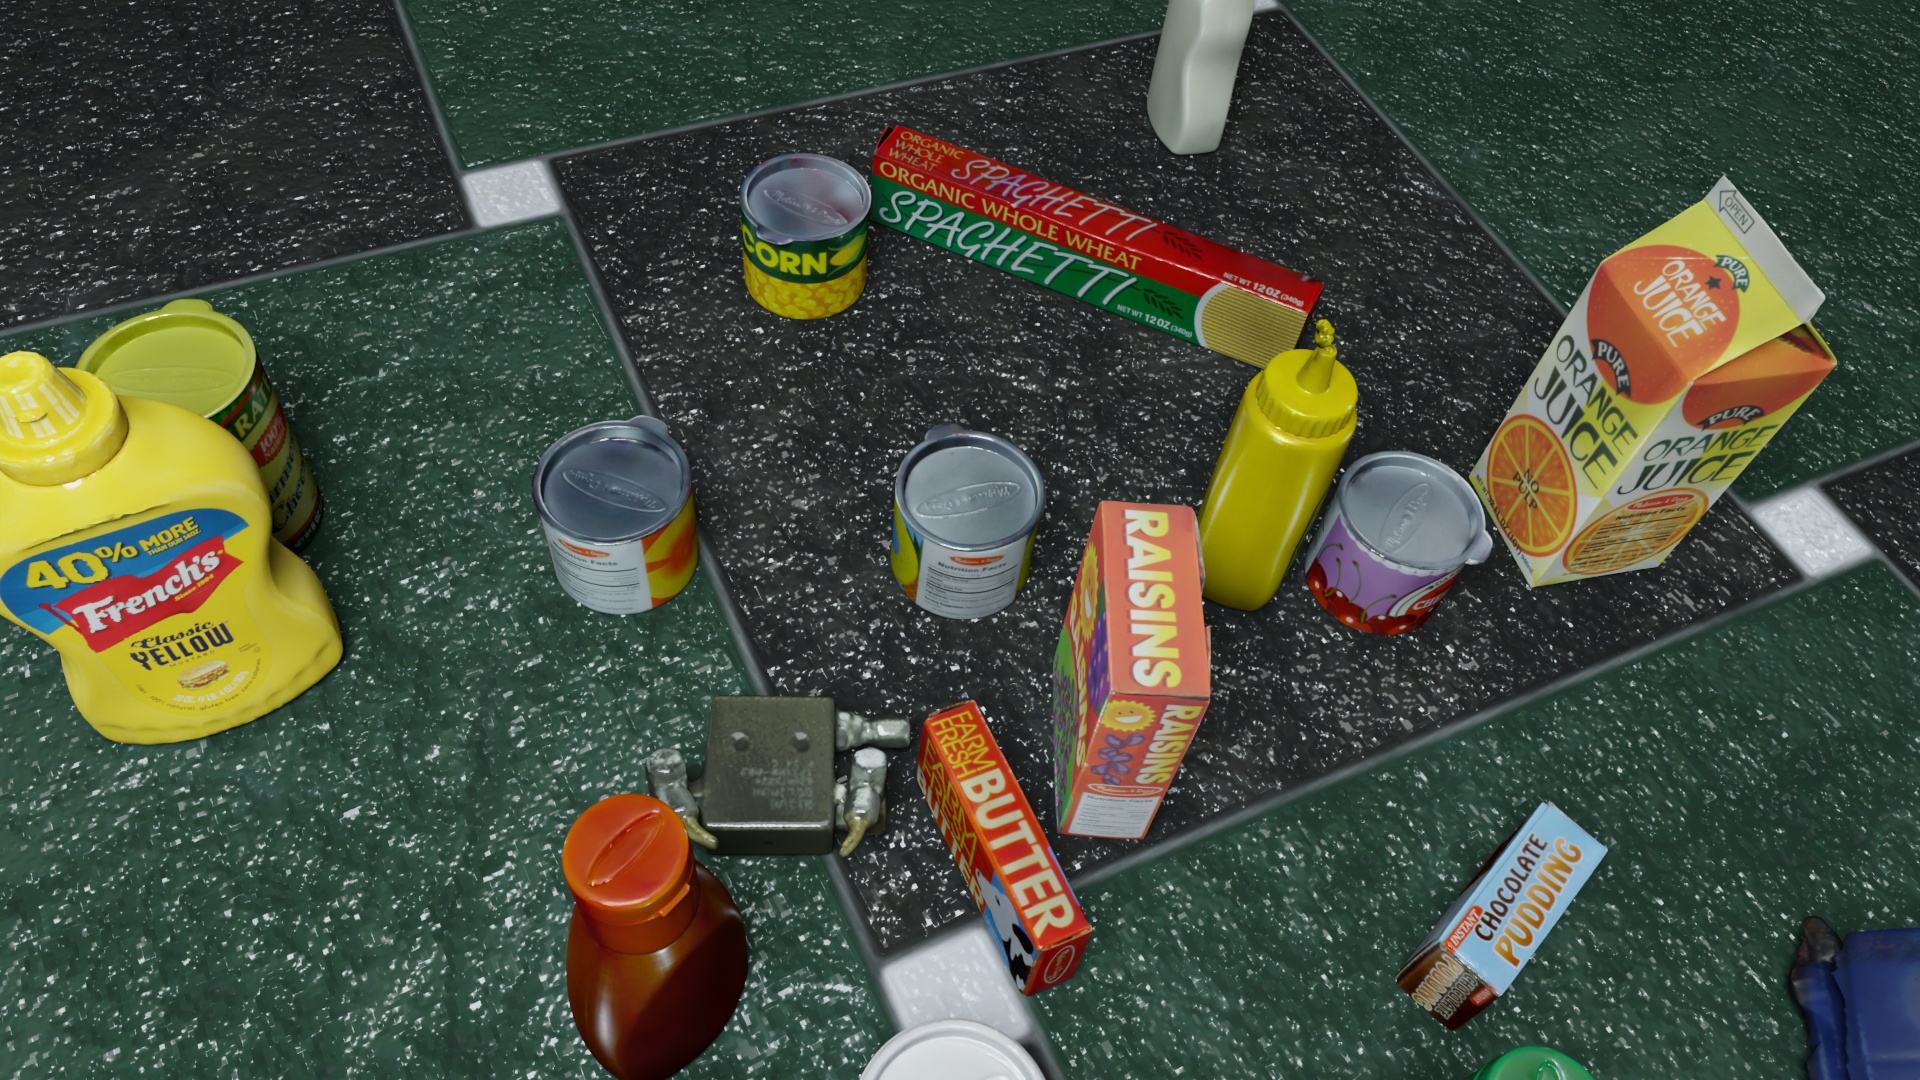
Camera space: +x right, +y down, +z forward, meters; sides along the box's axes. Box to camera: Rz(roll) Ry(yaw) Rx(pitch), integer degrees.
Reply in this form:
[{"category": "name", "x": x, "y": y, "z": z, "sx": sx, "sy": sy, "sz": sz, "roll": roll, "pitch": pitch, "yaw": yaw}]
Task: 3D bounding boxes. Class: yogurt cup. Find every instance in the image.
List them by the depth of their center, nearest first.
[{"category": "yogurt cup", "x": -0.004, "y": 0.204, "z": 0.474, "sx": 0.072, "sy": 0.053, "sz": 0.073, "roll": 3, "pitch": 54, "yaw": -4}]

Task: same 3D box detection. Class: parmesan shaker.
[{"category": "parmesan shaker", "x": -0.316, "y": -0.041, "z": 0.587, "sx": 0.071, "sy": 0.102, "sz": 0.071, "roll": 3, "pitch": 54, "yaw": -4}]

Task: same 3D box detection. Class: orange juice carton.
[{"category": "orange juice carton", "x": 0.308, "y": -0.064, "z": 0.616, "sx": 0.073, "sy": 0.191, "sz": 0.072, "roll": -9, "pitch": 56, "yaw": -12}]

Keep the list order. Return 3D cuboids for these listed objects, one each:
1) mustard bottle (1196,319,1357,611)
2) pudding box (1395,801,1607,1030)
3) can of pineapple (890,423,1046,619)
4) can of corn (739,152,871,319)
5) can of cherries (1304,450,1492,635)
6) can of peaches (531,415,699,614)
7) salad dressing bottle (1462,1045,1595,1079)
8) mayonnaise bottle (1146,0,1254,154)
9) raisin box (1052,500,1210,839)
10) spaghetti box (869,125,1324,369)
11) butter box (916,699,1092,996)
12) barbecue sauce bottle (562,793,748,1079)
[{"category": "mustard bottle", "x": 0.136, "y": -0.034, "z": 0.595, "sx": 0.049, "sy": 0.159, "sz": 0.065, "roll": 21, "pitch": 55, "yaw": 9}, {"category": "pudding box", "x": 0.211, "y": 0.146, "z": 0.542, "sx": 0.030, "sy": 0.049, "sz": 0.084, "roll": 40, "pitch": 60, "yaw": 21}, {"category": "can of pineapple", "x": 0.002, "y": -0.008, "z": 0.625, "sx": 0.071, "sy": 0.057, "sz": 0.071, "roll": 3, "pitch": 54, "yaw": -4}, {"category": "can of corn", "x": -0.082, "y": -0.156, "z": 0.723, "sx": 0.071, "sy": 0.058, "sz": 0.071, "roll": 3, "pitch": 54, "yaw": -4}, {"category": "can of cherries", "x": 0.200, "y": 0.004, "z": 0.638, "sx": 0.071, "sy": 0.058, "sz": 0.072, "roll": 3, "pitch": 54, "yaw": -4}, {"category": "can of peaches", "x": -0.149, "y": -0.011, "z": 0.611, "sx": 0.071, "sy": 0.057, "sz": 0.071, "roll": 3, "pitch": 54, "yaw": -4}, {"category": "salad dressing bottle", "x": 0.155, "y": 0.198, "z": 0.438, "sx": 0.044, "sy": 0.146, "sz": 0.064, "roll": 14, "pitch": 54, "yaw": 4}, {"category": "mayonnaise bottle", "x": 0.141, "y": -0.296, "z": 0.793, "sx": 0.041, "sy": 0.147, "sz": 0.065, "roll": -7, "pitch": 56, "yaw": -11}, {"category": "raisin box", "x": 0.065, "y": 0.054, "z": 0.547, "sx": 0.040, "sy": 0.122, "sz": 0.086, "roll": 4, "pitch": 54, "yaw": -3}, {"category": "spaghetti box", "x": 0.066, "y": -0.157, "z": 0.744, "sx": 0.250, "sy": 0.050, "sz": 0.029, "roll": 23, "pitch": 55, "yaw": 10}, {"category": "butter box", "x": 0.014, "y": 0.118, "z": 0.539, "sx": 0.024, "sy": 0.052, "sz": 0.104, "roll": -18, "pitch": 58, "yaw": -18}, {"category": "barbecue sauce bottle", "x": -0.102, "y": 0.131, "z": 0.458, "sx": 0.044, "sy": 0.147, "sz": 0.065, "roll": 35, "pitch": 58, "yaw": 18}]
